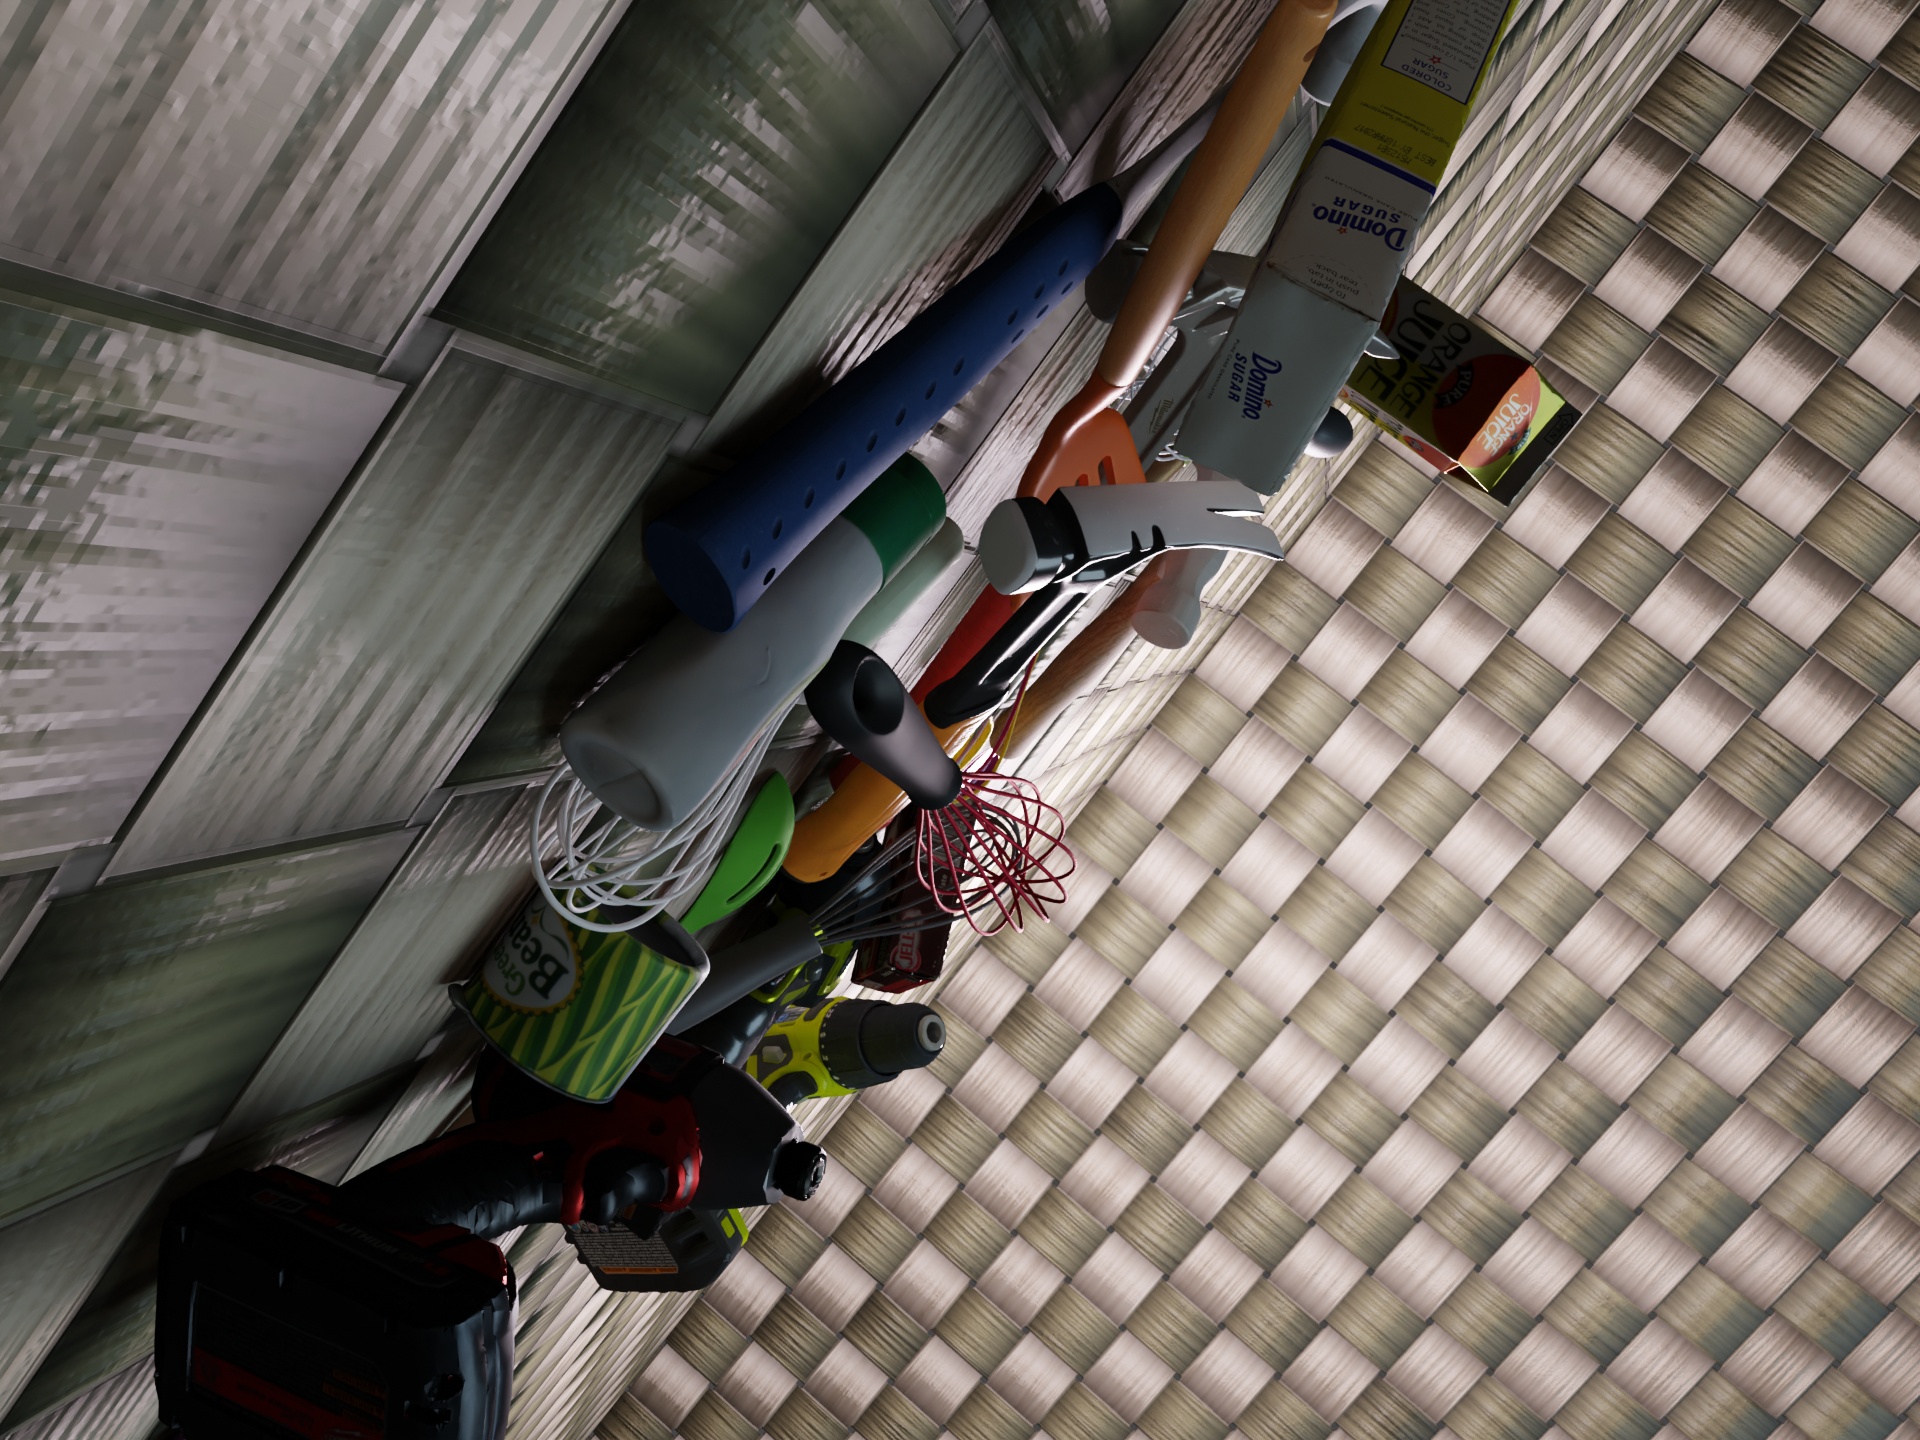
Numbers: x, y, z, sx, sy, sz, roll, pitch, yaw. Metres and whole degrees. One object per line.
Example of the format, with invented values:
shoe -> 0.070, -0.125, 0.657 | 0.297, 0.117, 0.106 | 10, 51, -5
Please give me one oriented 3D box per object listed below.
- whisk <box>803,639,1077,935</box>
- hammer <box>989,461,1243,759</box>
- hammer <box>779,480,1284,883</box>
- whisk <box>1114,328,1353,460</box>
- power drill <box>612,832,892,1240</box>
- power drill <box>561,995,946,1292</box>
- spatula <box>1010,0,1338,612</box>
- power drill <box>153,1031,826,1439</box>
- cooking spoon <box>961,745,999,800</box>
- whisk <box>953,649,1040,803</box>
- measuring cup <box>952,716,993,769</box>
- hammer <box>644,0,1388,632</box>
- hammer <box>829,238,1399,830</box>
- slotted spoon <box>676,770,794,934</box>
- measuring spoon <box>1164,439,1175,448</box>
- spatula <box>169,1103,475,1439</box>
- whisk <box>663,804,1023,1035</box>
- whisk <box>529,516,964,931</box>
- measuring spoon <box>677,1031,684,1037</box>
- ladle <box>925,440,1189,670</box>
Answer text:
whisk -> -0.005, 0.032, 0.645 | 0.073, 0.073, 0.295 | -50, 156, -6
hammer -> 0.080, -0.045, 0.911 | 0.130, 0.031, 0.331 | -62, -175, -25
hammer -> -0.001, -0.002, 0.702 | 0.127, 0.034, 0.336 | -9, 159, -33
whisk -> 0.151, -0.159, 0.820 | 0.284, 0.070, 0.070 | -7, 137, -57
power drill -> -0.122, 0.158, 0.867 | 0.223, 0.080, 0.171 | -50, 173, -36
power drill -> -0.128, 0.252, 1.002 | 0.190, 0.080, 0.228 | -17, -165, 41
spatula -> 0.065, -0.123, 0.531 | 0.081, 0.041, 0.322 | -38, 173, -17
power drill -> -0.148, 0.170, 0.551 | 0.219, 0.143, 0.078 | -27, 129, -66
cooking spoon -> -0.086, 0.129, 1.035 | 0.319, 0.017, 0.068 | -44, 161, -15
whisk -> 0.044, -0.051, 0.901 | 0.245, 0.047, 0.051 | -55, 148, -21
measuring cup -> -0.029, 0.009, 0.915 | 0.062, 0.029, 0.156 | -50, 160, 14
hammer -> 0.052, -0.174, 0.514 | 0.405, 0.035, 0.144 | -47, 171, -26
hammer -> 0.041, -0.065, 0.741 | 0.149, 0.037, 0.359 | 3, 140, -34
slotted spoon -> -0.176, 0.149, 0.707 | 0.314, 0.031, 0.070 | -48, 175, -9
measuring spoon -> 0.100, -0.133, 1.011 | 0.124, 0.018, 0.034 | -46, 172, 11
spatula -> -0.276, 0.252, 0.643 | 0.316, 0.018, 0.059 | -48, 170, -12
whisk -> -0.074, 0.107, 0.785 | 0.239, 0.055, 0.055 | -26, 166, -11
whisk -> -0.065, -0.012, 0.567 | 0.058, 0.059, 0.246 | -10, -154, 40
measuring spoon -> -0.145, 0.216, 0.935 | 0.042, 0.129, 0.021 | -12, 120, -11
ladle -> 0.092, -0.138, 0.887 | 0.320, 0.062, 0.078 | -43, 169, -9
